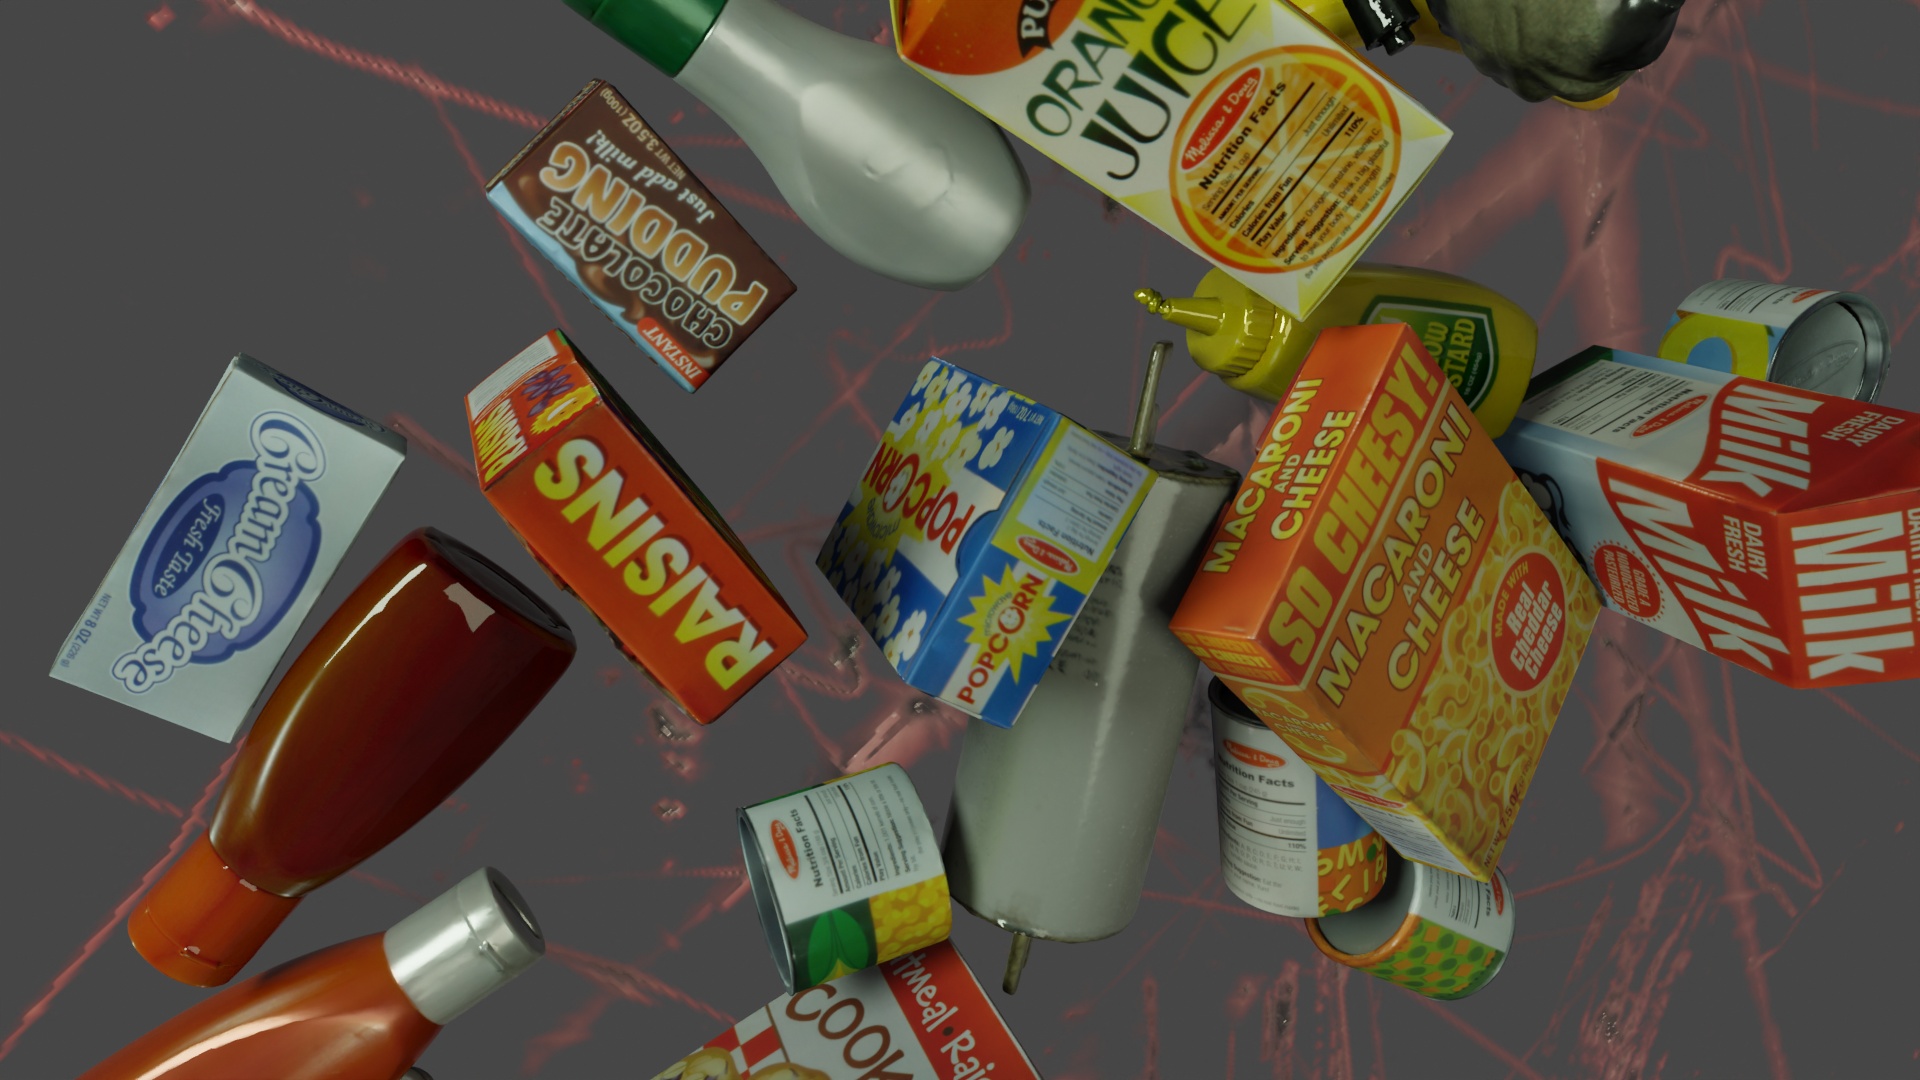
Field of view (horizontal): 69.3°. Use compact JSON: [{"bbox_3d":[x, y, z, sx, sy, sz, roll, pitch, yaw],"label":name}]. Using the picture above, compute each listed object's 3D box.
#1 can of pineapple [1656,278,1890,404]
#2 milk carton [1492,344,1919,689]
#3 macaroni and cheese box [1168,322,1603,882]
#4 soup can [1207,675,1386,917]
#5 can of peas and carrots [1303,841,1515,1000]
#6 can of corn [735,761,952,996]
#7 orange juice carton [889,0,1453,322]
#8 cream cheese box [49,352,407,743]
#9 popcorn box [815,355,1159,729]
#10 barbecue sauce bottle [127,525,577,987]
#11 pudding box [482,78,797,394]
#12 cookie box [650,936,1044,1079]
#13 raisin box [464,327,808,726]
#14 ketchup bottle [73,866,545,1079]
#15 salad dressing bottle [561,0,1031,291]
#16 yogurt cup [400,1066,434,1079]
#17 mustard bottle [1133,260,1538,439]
[{"bbox_3d":[0.338,-0.073,0.582,0.071,0.058,0.070,-6,108,-19],"label":"can of pineapple"},{"bbox_3d":[0.279,-0.010,0.503,0.073,0.191,0.072,-27,114,-11],"label":"milk carton"},{"bbox_3d":[0.154,0.025,0.482,0.166,0.040,0.124,42,68,-32],"label":"macaroni and cheese box"},{"bbox_3d":[0.135,0.094,0.548,0.071,0.071,0.083,-14,111,-17],"label":"soup can"},{"bbox_3d":[0.186,0.155,0.587,0.058,0.071,0.071,26,95,-25],"label":"can of peas and carrots"},{"bbox_3d":[-0.041,0.118,0.487,0.058,0.071,0.071,-15,111,-17],"label":"can of corn"},{"bbox_3d":[0.045,-0.153,0.417,0.192,0.072,0.072,28,117,-19],"label":"orange juice carton"},{"bbox_3d":[-0.212,0.003,0.407,0.053,0.024,0.103,31,93,-27],"label":"cream cheese box"},{"bbox_3d":[0.002,-0.005,0.432,0.038,0.127,0.085,29,94,-22],"label":"popcorn box"},{"bbox_3d":[-0.189,0.069,0.425,0.148,0.044,0.064,-49,123,-1],"label":"barbecue sauce bottle"},{"bbox_3d":[-0.096,-0.091,0.421,0.050,0.030,0.083,-45,116,-3],"label":"pudding box"},{"bbox_3d":[-0.053,0.213,0.477,0.168,0.123,0.040,-31,115,-10],"label":"cookie box"},{"bbox_3d":[-0.096,-0.009,0.394,0.040,0.123,0.086,-40,116,-6],"label":"raisin box"},{"bbox_3d":[-0.208,0.162,0.446,0.149,0.043,0.064,-33,115,-10],"label":"ketchup bottle"},{"bbox_3d":[-0.047,-0.133,0.422,0.147,0.044,0.064,32,98,-25],"label":"salad dressing bottle"},{"bbox_3d":[-0.184,0.218,0.462,0.072,0.072,0.053,-40,124,-6],"label":"yogurt cup"},{"bbox_3d":[0.134,-0.072,0.507,0.160,0.049,0.065,5,105,-23],"label":"mustard bottle"}]
